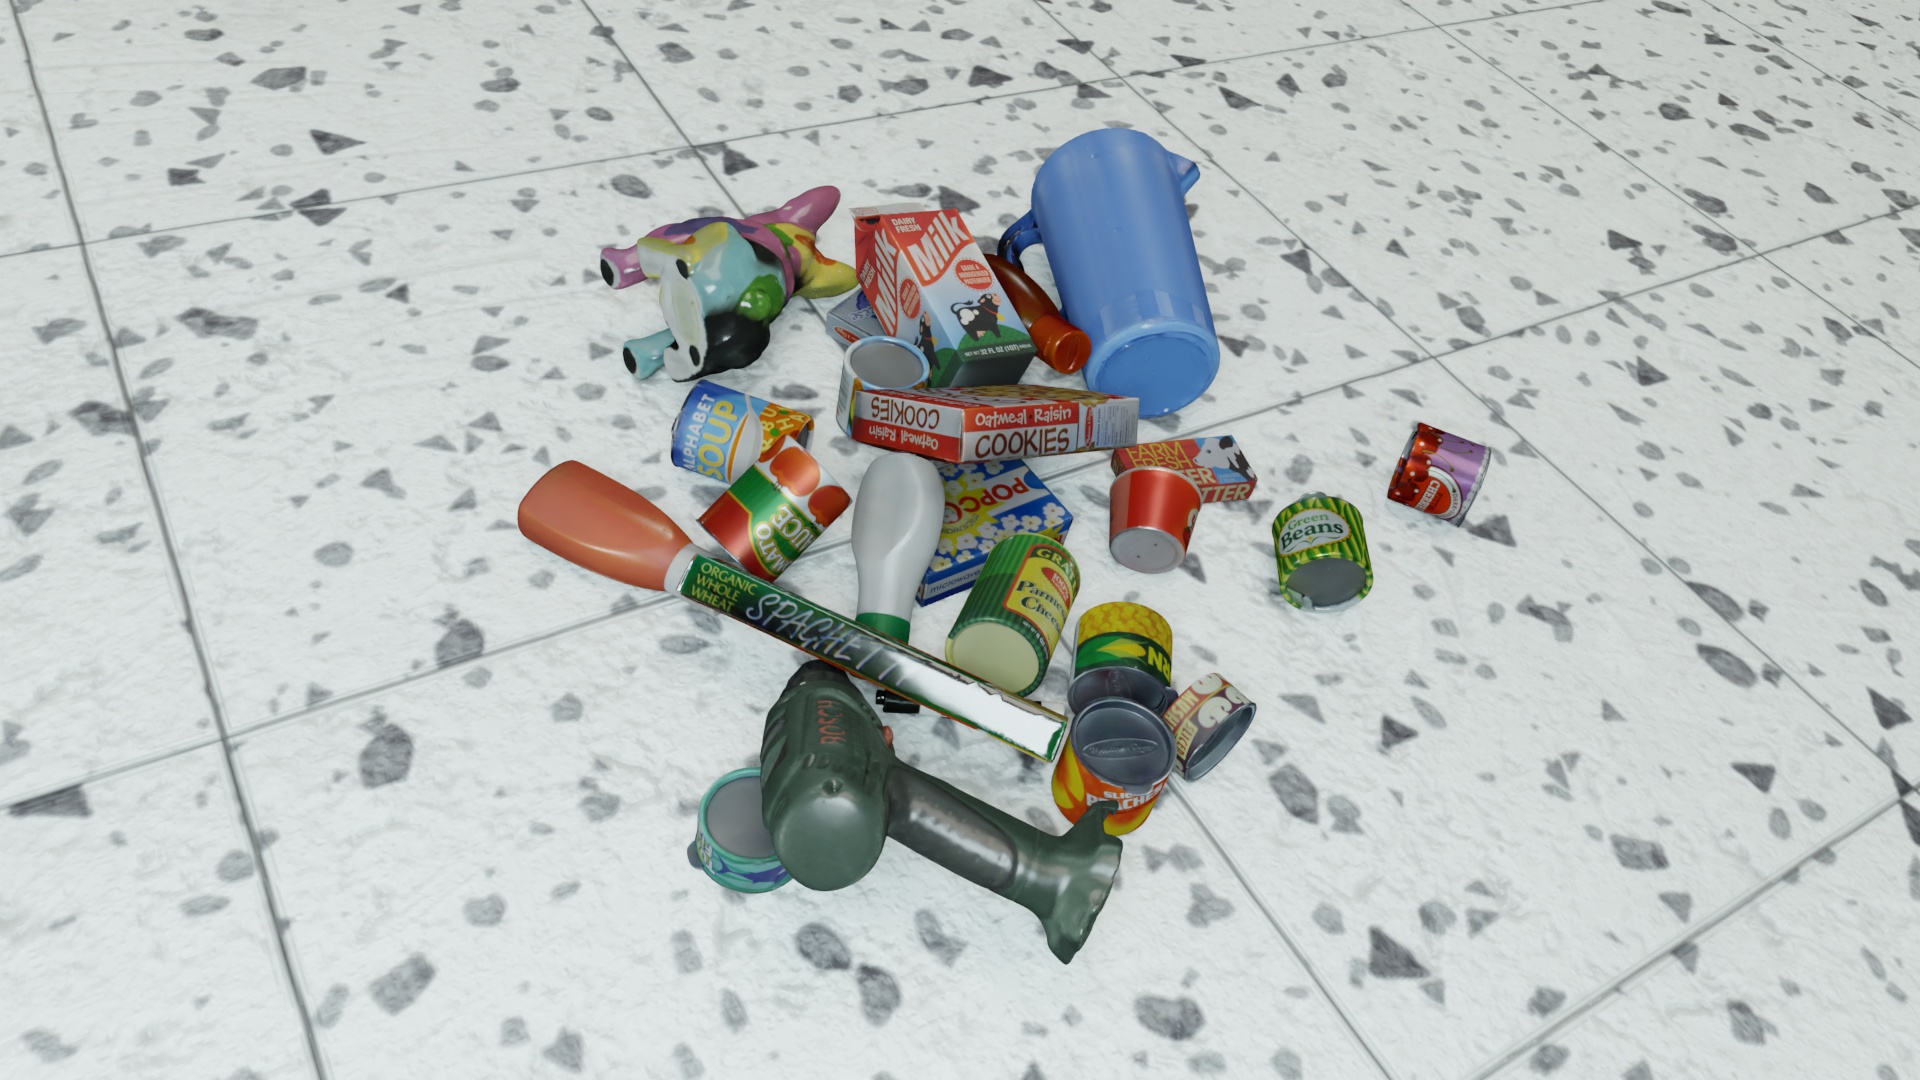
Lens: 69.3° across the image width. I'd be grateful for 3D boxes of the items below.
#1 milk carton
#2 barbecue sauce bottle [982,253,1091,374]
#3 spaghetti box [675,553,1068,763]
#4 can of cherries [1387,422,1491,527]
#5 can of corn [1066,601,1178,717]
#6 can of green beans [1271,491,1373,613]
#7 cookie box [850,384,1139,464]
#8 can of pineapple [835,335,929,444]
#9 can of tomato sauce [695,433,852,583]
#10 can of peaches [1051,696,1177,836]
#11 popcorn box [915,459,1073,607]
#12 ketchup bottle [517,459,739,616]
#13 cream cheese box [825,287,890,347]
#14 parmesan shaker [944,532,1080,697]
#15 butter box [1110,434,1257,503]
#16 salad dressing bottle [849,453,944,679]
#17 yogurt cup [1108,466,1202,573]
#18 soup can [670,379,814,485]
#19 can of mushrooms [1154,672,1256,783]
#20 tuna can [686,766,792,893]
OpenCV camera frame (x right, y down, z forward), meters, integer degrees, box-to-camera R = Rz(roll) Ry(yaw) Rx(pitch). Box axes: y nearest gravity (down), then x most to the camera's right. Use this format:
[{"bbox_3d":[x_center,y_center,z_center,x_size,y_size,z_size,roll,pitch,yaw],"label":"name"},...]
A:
[{"bbox_3d":[-0.022,-0.197,1.104,0.072,0.073,0.191,-12,63,-31],"label":"milk carton"},{"bbox_3d":[0.049,-0.178,1.113,0.044,0.064,0.149,-3,30,-31],"label":"barbecue sauce bottle"},{"bbox_3d":[-0.053,0.070,0.844,0.250,0.050,0.028,24,88,7],"label":"spaghetti box"},{"bbox_3d":[0.373,-0.051,1.088,0.058,0.071,0.072,22,47,9],"label":"can of cherries"},{"bbox_3d":[0.107,0.081,0.902,0.071,0.070,0.058,12,45,-1],"label":"can of corn"},{"bbox_3d":[0.261,0.011,1.005,0.071,0.070,0.058,9,46,-4],"label":"can of green beans"},{"bbox_3d":[0.025,-0.086,0.996,0.168,0.040,0.123,-8,15,-39],"label":"cookie box"},{"bbox_3d":[-0.058,-0.114,1.057,0.071,0.057,0.071,7,46,-7],"label":"can of pineapple"},{"bbox_3d":[-0.122,-0.019,0.924,0.083,0.071,0.071,-46,65,-6],"label":"can of tomato sauce"},{"bbox_3d":[0.093,0.141,0.850,0.071,0.057,0.071,7,46,-7],"label":"can of peaches"},{"bbox_3d":[0.004,-0.012,0.989,0.127,0.038,0.085,-21,54,-28],"label":"popcorn box"},{"bbox_3d":[-0.217,0.001,0.923,0.149,0.043,0.065,27,48,13],"label":"ketchup bottle"},{"bbox_3d":[-0.061,-0.193,1.154,0.053,0.024,0.104,31,49,15],"label":"cream cheese box"},{"bbox_3d":[0.037,0.051,0.906,0.071,0.071,0.103,19,35,6],"label":"parmesan shaker"},{"bbox_3d":[0.172,-0.053,1.074,0.104,0.024,0.053,-6,48,-18],"label":"butter box"},{"bbox_3d":[-0.046,0.018,0.911,0.064,0.044,0.148,-7,66,36],"label":"salad dressing bottle"},{"bbox_3d":[0.138,-0.013,1.003,0.072,0.072,0.054,14,54,1],"label":"yogurt cup"},{"bbox_3d":[-0.155,-0.070,0.987,0.084,0.071,0.072,19,46,5],"label":"soup can"},{"bbox_3d":[0.152,0.118,0.877,0.071,0.070,0.033,-29,58,-33],"label":"can of mushrooms"},{"bbox_3d":[-0.121,0.166,0.796,0.071,0.032,0.071,7,46,-7],"label":"tuna can"}]
